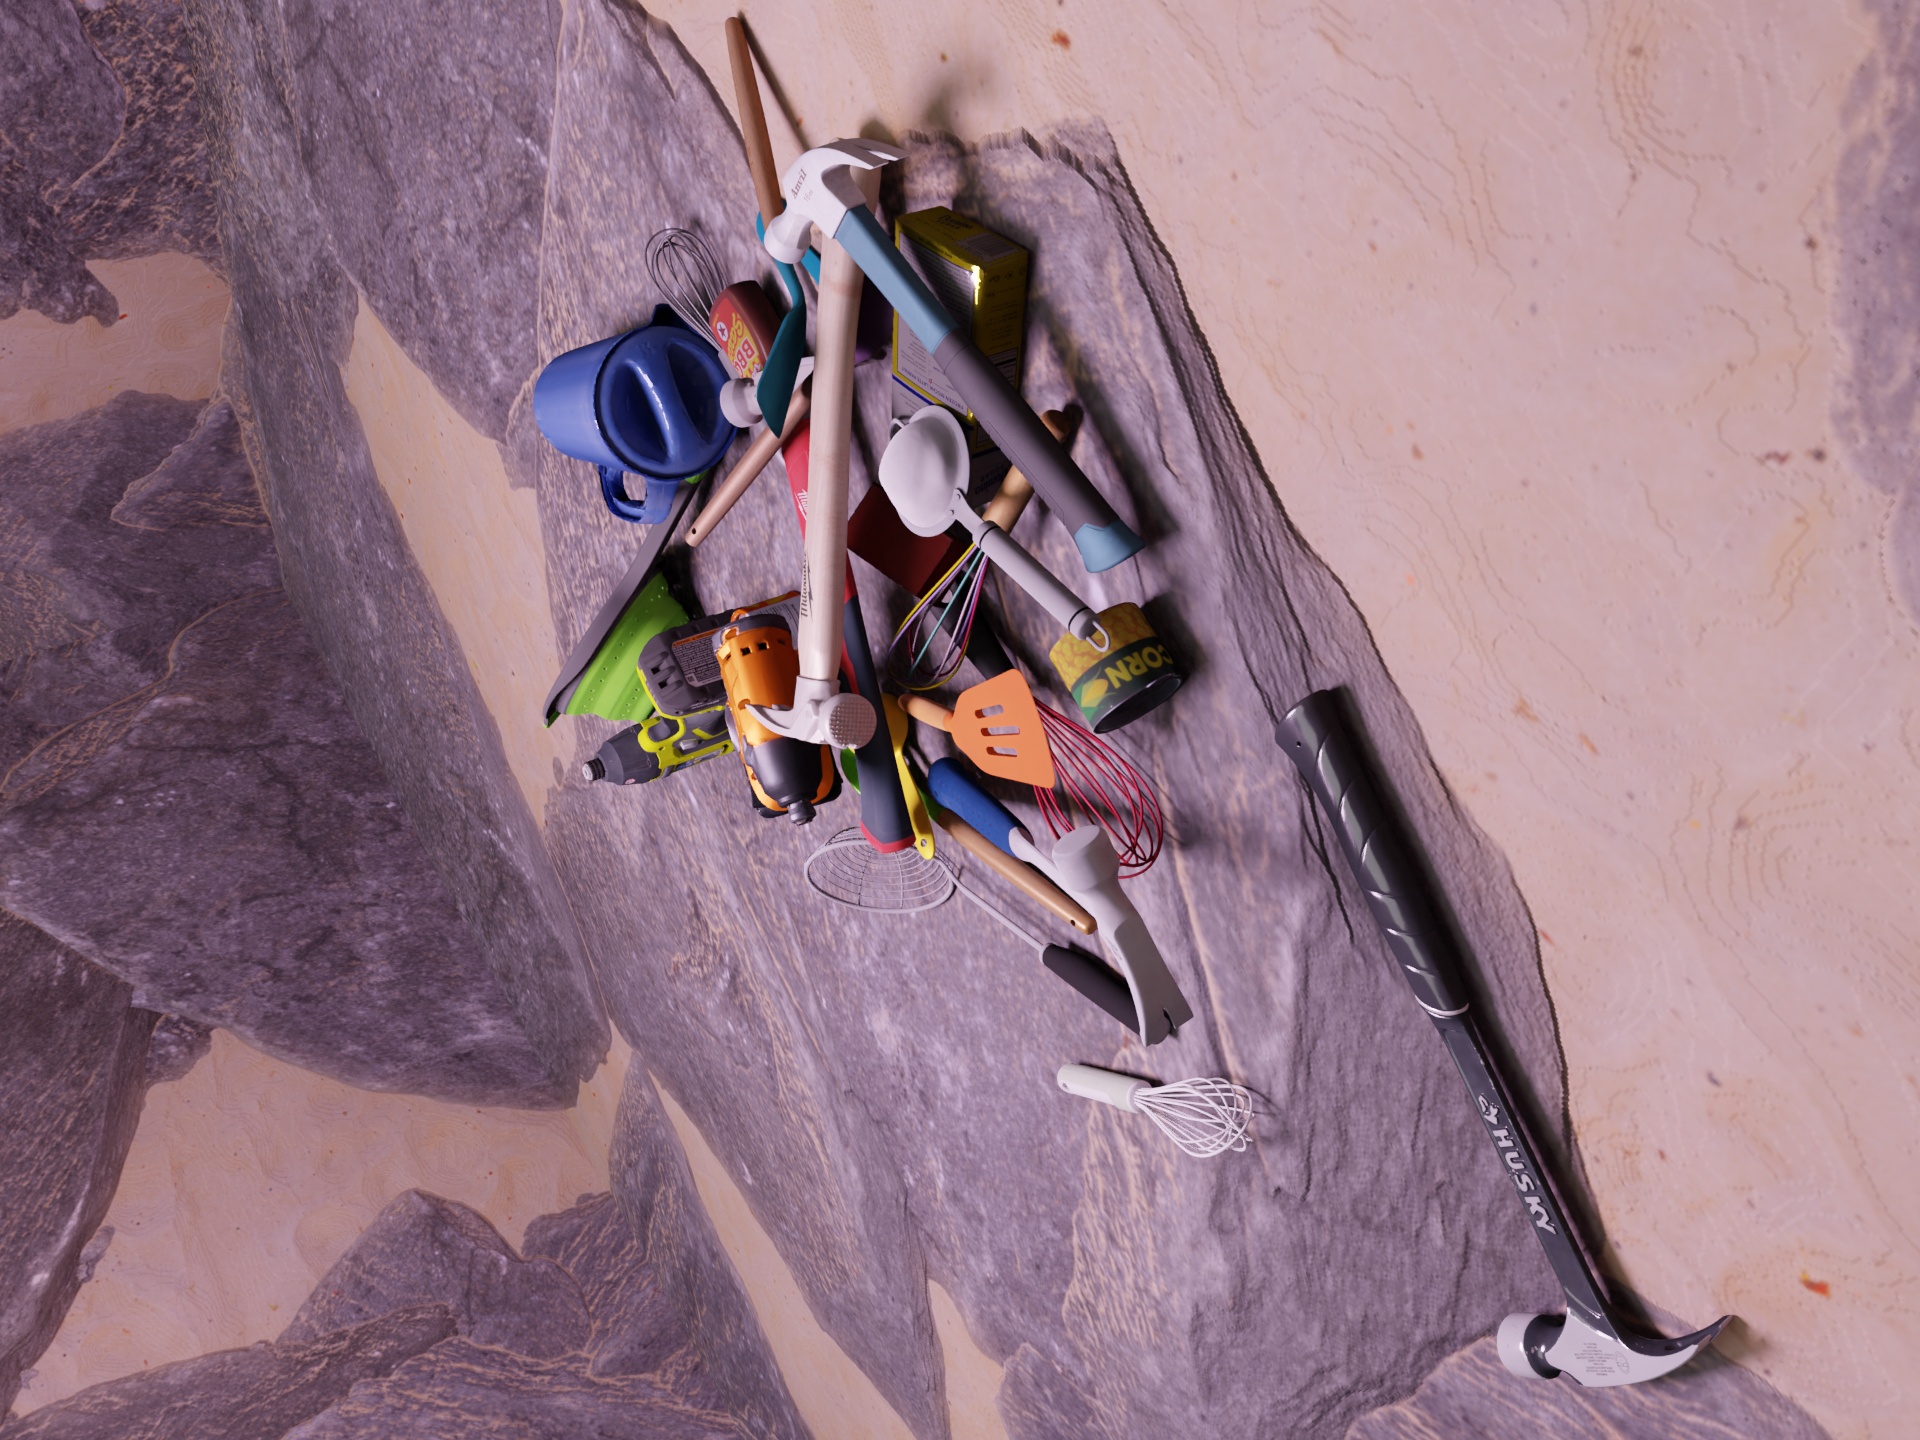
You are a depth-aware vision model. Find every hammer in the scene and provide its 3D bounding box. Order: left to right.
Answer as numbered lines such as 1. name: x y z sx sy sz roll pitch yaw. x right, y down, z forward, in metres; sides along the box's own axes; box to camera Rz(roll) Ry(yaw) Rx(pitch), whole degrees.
1. hammer: -0.096 -0.191 1.111 0.146 0.038 0.410 11 98 58
2. hammer: -0.081 -0.086 1.229 0.143 0.038 0.386 -7 101 37
3. hammer: -0.001 -0.224 0.990 0.331 0.033 0.128 52 145 7
4. hammer: 0.047 0.092 1.083 0.144 0.035 0.406 62 171 -17
5. hammer: 0.277 0.173 0.877 0.149 0.036 0.409 -33 80 59

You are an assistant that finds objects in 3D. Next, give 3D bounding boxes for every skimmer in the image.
1. skimmer: 0.013 0.180 1.265 0.364 0.090 0.127 31 168 43

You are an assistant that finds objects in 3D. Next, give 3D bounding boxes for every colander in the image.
1. colander: -0.293 -0.113 1.572 0.094 0.205 0.397 33 131 -7

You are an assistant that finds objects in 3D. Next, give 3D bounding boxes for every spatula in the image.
1. spatula: -0.146 -0.364 1.146 0.082 0.044 0.318 64 -166 -78
2. spatula: -0.121 -0.235 1.173 0.316 0.018 0.060 -45 68 34
3. spatula: -0.002 -0.004 1.154 0.323 0.041 0.081 -157 48 -76

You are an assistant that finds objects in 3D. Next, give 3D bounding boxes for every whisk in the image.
1. whisk: -0.194 -0.308 1.330 0.239 0.055 0.055 60 150 6
2. whisk: 0.014 -0.109 1.079 0.047 0.051 0.245 37 127 7
3. whisk: 0.049 -0.005 1.117 0.296 0.073 0.073 55 149 31
4. whisk: 0.137 0.280 1.174 0.057 0.059 0.246 45 160 -16

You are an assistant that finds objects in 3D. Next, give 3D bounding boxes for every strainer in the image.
1. strainer: 0.012 -0.124 1.017 0.259 0.050 0.086 46 127 32

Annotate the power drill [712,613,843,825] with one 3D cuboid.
1. power drill: -0.146 0.018 1.305 0.226 0.084 0.164 103 151 -78

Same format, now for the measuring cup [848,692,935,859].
1. measuring cup: -0.057 0.045 1.306 0.062 0.029 0.157 -40 58 31

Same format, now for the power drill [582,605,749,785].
1. power drill: -0.264 -0.010 1.521 0.080 0.171 0.223 60 147 13

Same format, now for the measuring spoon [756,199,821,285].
1. measuring spoon: -0.122 -0.347 1.203 0.129 0.021 0.042 53 148 27

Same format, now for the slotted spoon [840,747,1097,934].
1. slotted spoon: 0.003 0.092 1.289 0.314 0.031 0.070 33 136 43
